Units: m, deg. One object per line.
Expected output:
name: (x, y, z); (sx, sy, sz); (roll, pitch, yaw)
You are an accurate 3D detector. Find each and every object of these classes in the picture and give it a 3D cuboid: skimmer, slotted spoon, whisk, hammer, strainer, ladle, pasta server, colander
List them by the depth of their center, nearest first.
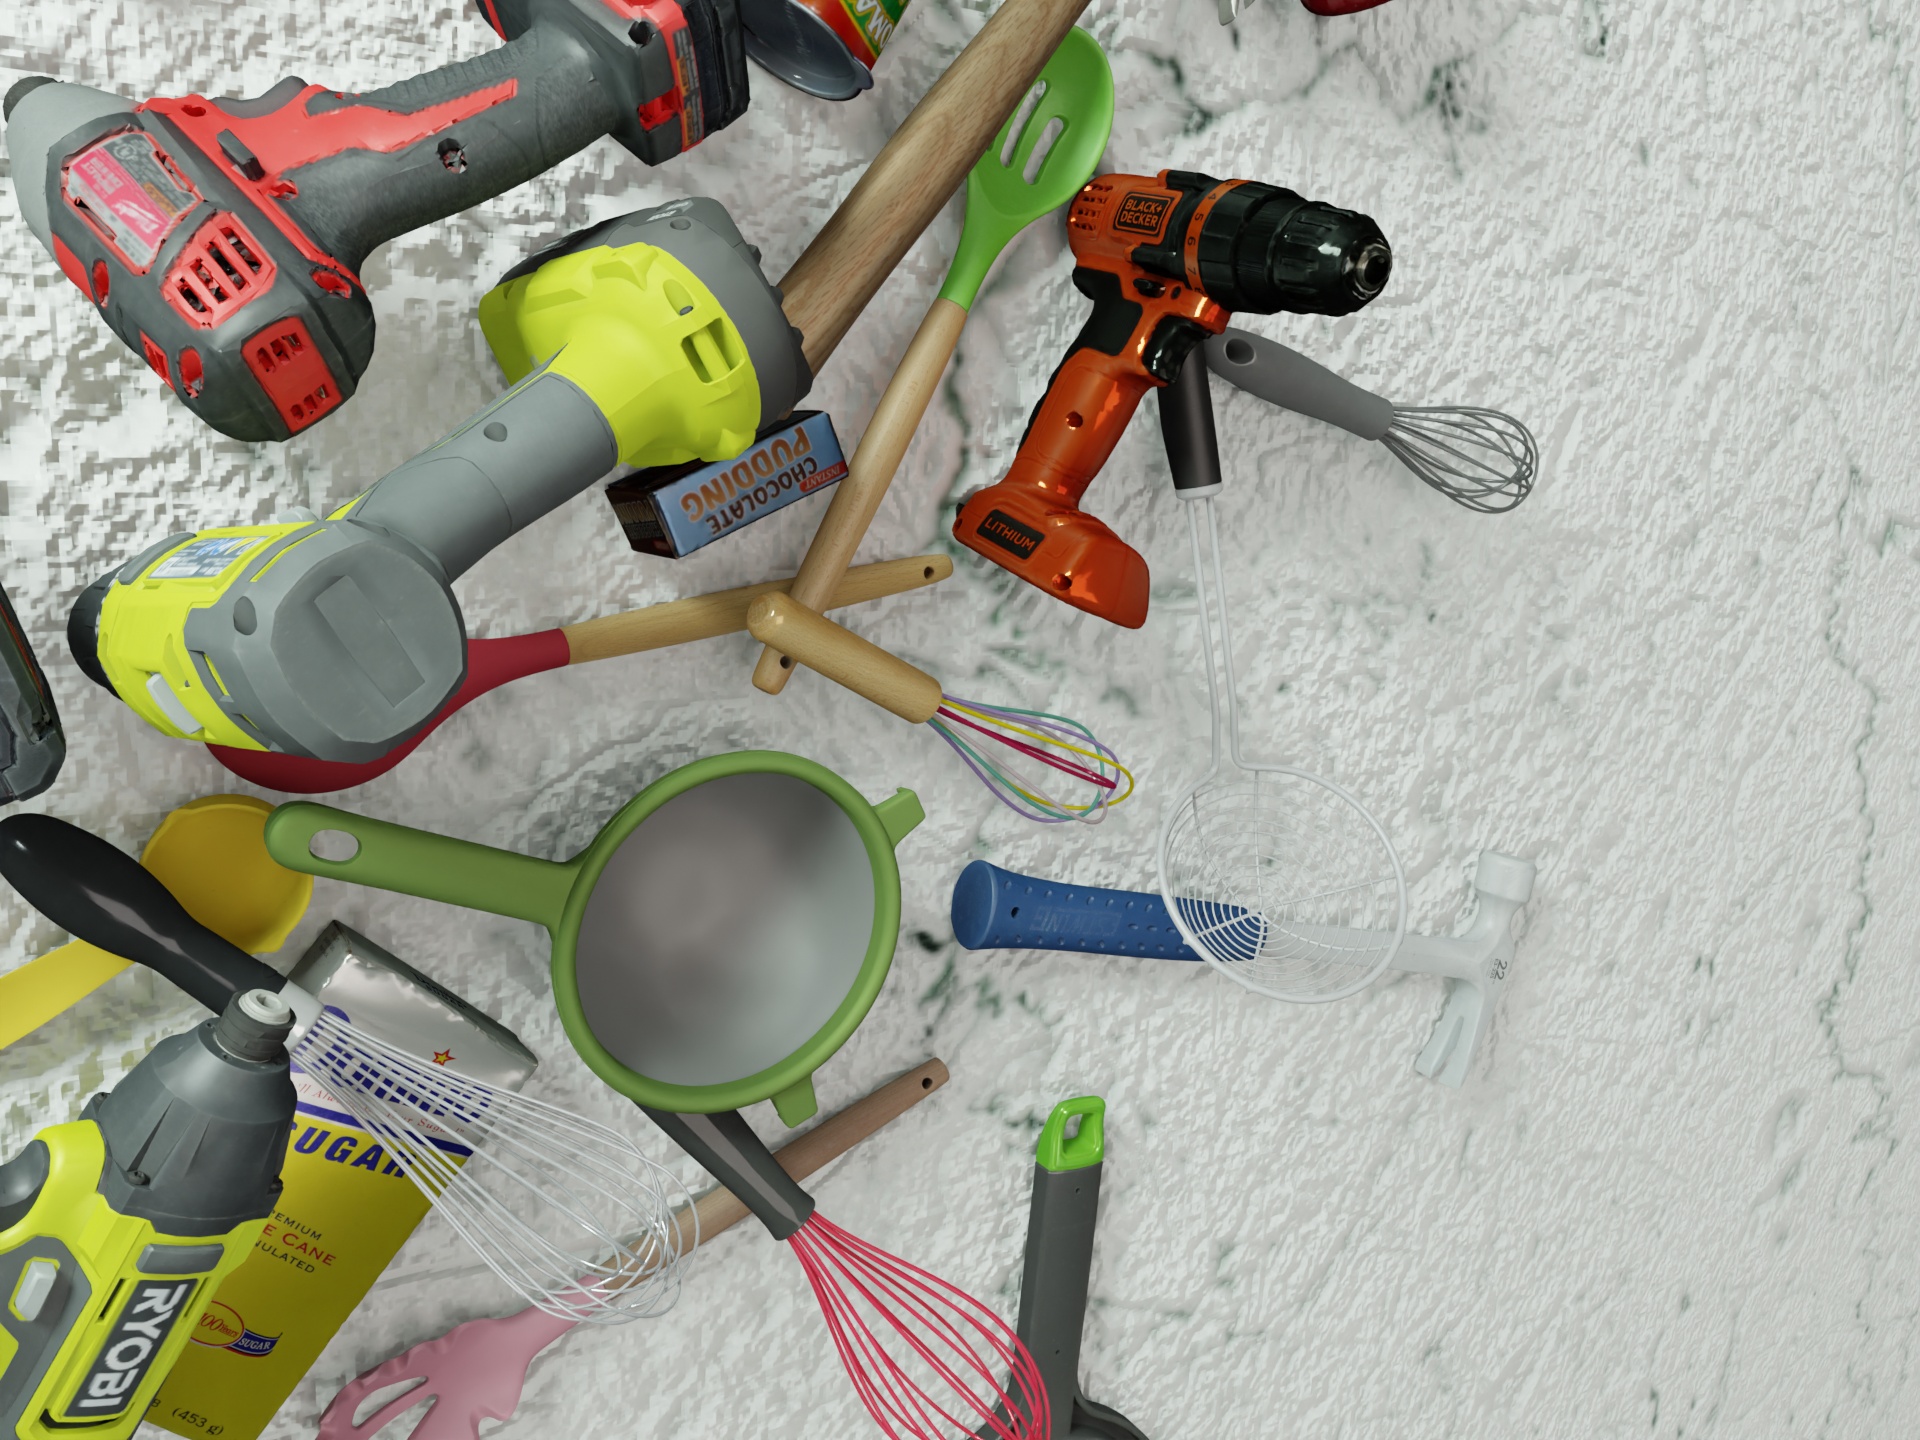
whisk: (-0.208, 0.122, 0.555); (0.284, 0.070, 0.070); (41, 78, -16)
strainer: (-0.145, 0.065, 0.626); (0.256, 0.069, 0.151); (19, 92, -34)
ladle: (-0.135, -0.034, 0.637); (0.315, 0.031, 0.069); (-16, 108, -32)
hammer: (0.012, -0.257, 0.645); (0.130, 0.031, 0.331); (37, 79, -15)
slotted spoon: (-0.017, -0.154, 0.673); (0.070, 0.031, 0.314); (30, 81, -33)
pasta server: (-0.130, 0.233, 0.694); (0.316, 0.040, 0.060); (-27, 100, -27)
whisk: (-0.059, 0.231, 0.695); (0.073, 0.073, 0.295); (-44, 102, -17)
whisk: (0.001, -0.003, 0.700); (0.244, 0.047, 0.051); (29, 78, -45)
skimmer: (0.136, -0.049, 0.753); (0.127, 0.090, 0.363); (-13, 102, -18)
colander: (0.060, 0.395, 0.821); (0.204, 0.095, 0.397); (-1, 102, -33)
whisk: (0.218, -0.160, 0.828); (0.238, 0.055, 0.055); (14, 93, -30)
hammer: (0.167, 0.124, 0.865); (0.405, 0.035, 0.144); (11, 95, -35)

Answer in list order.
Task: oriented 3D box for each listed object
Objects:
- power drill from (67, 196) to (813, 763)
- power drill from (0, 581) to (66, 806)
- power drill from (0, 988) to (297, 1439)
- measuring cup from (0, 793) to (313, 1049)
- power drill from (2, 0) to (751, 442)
power drill: (-0.176, -0.076, 0.522); (0.228, 0.191, 0.080); (-48, 124, -32)
power drill: (-0.370, 0.022, 0.423); (0.226, 0.080, 0.187); (-24, 117, -24)
power drill: (-0.309, 0.138, 0.442); (0.223, 0.080, 0.171); (23, 101, -49)
measuring cup: (-0.302, 0.079, 0.558); (0.156, 0.029, 0.062); (-32, 112, -10)
power drill: (-0.187, -0.198, 0.508); (0.220, 0.143, 0.078); (-42, 165, -17)
